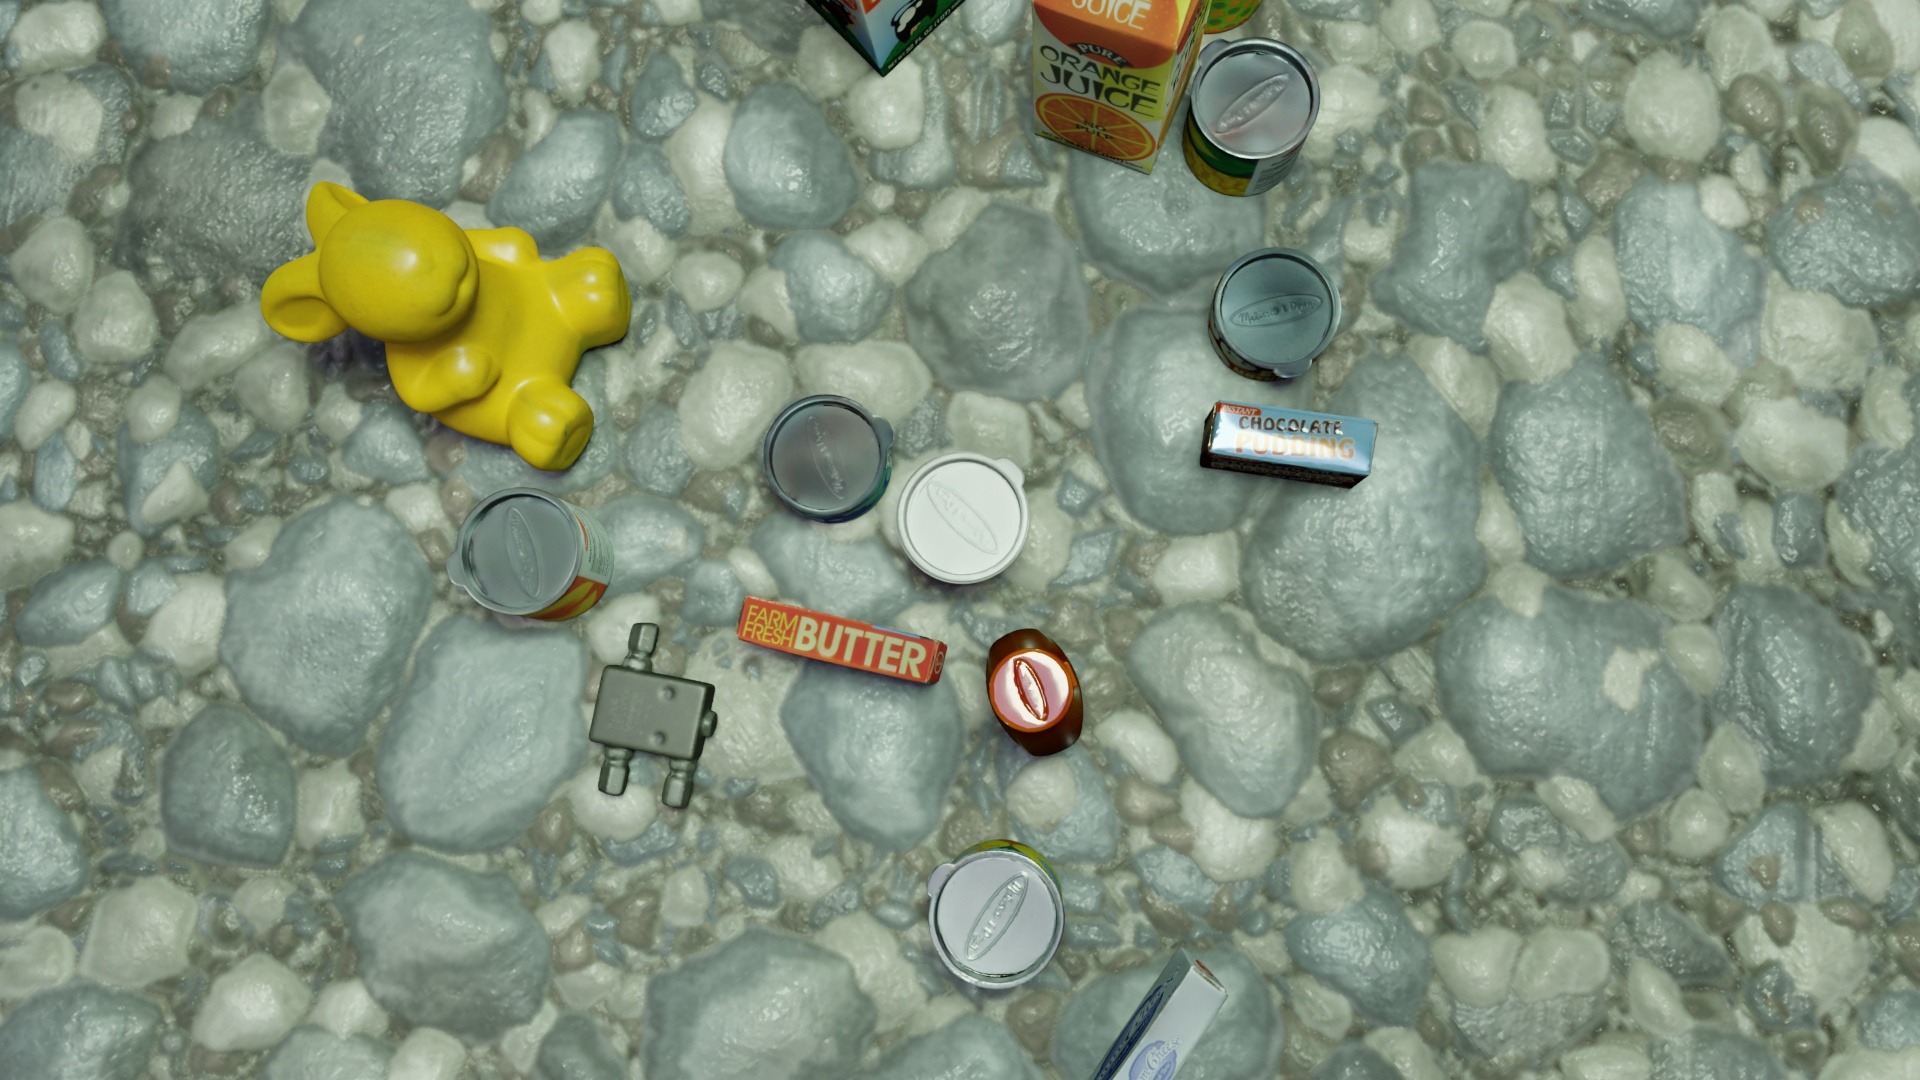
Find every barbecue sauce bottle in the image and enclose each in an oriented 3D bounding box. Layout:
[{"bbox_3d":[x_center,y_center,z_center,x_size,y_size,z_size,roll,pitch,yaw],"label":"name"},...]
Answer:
[{"bbox_3d":[0.035,0.072,0.666,0.044,0.148,0.065,-22,82,1],"label":"barbecue sauce bottle"}]

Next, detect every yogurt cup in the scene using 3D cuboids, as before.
[{"bbox_3d":[0.003,-0.009,0.726,0.072,0.054,0.072,0,83,3],"label":"yogurt cup"}]

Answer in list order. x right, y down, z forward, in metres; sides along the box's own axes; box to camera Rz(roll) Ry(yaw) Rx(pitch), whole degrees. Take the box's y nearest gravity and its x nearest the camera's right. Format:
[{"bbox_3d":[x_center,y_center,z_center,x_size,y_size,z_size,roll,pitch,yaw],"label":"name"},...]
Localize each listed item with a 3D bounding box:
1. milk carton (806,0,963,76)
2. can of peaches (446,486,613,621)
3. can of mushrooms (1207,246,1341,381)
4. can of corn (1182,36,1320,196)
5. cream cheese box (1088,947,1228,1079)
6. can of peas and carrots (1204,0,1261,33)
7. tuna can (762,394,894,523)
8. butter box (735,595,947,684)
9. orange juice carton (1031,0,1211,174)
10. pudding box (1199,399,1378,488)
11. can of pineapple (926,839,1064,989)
[{"bbox_3d":[-0.050,-0.322,0.702,0.072,0.190,0.073,-44,83,-2],"label":"milk carton"},{"bbox_3d":[-0.226,0.009,0.735,0.071,0.058,0.071,0,83,3],"label":"can of peaches"},{"bbox_3d":[0.167,-0.118,0.741,0.071,0.033,0.071,0,83,3],"label":"can of mushrooms"},{"bbox_3d":[0.152,-0.227,0.744,0.071,0.058,0.071,0,83,3],"label":"can of corn"},{"bbox_3d":[0.092,0.254,0.686,0.024,0.053,0.104,35,86,7],"label":"cream cheese box"},{"bbox_3d":[0.141,-0.321,0.757,0.071,0.058,0.071,0,83,3],"label":"can of peas and carrots"},{"bbox_3d":[-0.068,-0.044,0.746,0.071,0.033,0.071,0,83,3],"label":"tuna can"},{"bbox_3d":[-0.061,0.053,0.722,0.103,0.053,0.024,13,84,5],"label":"butter box"},{"bbox_3d":[0.081,-0.259,0.685,0.072,0.192,0.073,21,85,6],"label":"orange juice carton"},{"bbox_3d":[0.170,-0.050,0.724,0.084,0.049,0.030,9,84,4],"label":"pudding box"},{"bbox_3d":[0.018,0.184,0.698,0.071,0.058,0.071,0,83,3],"label":"can of pineapple"}]
